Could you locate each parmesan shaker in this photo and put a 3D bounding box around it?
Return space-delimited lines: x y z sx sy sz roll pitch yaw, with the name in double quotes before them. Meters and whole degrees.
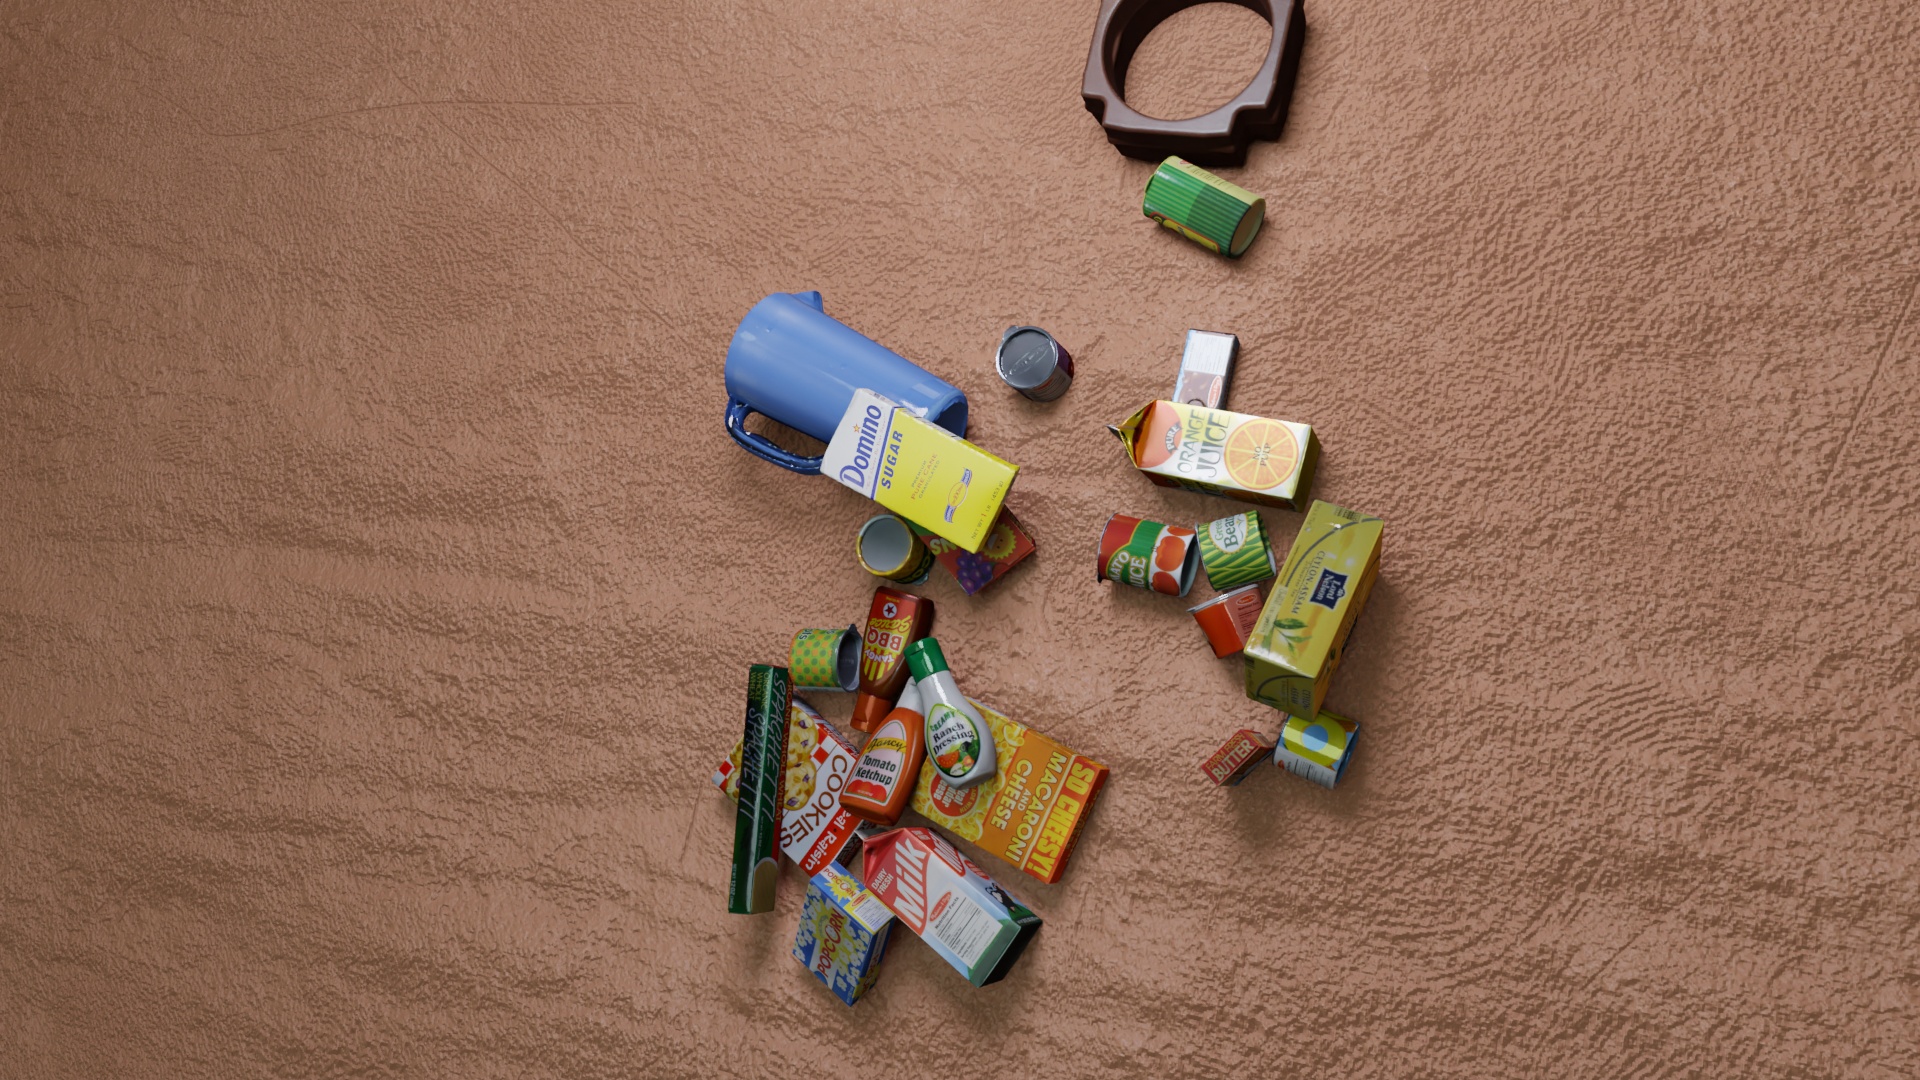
"parmesan shaker" 0.240 -0.329 1.374 0.103 0.071 0.071 34 94 23

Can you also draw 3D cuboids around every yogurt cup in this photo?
"yogurt cup" 0.256 0.077 1.296 0.072 0.072 0.054 -24 81 16

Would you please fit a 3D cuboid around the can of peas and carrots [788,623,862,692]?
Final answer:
"can of peas and carrots" -0.138 0.122 1.441 0.058 0.071 0.071 -1 80 22

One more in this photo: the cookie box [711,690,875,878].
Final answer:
"cookie box" -0.161 0.253 1.440 0.168 0.040 0.123 38 95 24

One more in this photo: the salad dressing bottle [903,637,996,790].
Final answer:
"salad dressing bottle" -0.013 0.167 1.352 0.064 0.044 0.148 -30 69 15

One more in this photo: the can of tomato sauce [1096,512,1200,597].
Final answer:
"can of tomato sauce" 0.181 0.016 1.333 0.083 0.071 0.071 13 85 23

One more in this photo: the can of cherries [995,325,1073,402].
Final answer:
"can of cherries" 0.076 -0.182 1.418 0.071 0.058 0.071 -4 79 22

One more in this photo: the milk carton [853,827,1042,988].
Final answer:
"milk carton" -0.022 0.340 1.351 0.191 0.072 0.073 36 94 23

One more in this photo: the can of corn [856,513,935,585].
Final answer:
"can of corn" -0.066 0.011 1.437 0.071 0.058 0.071 -4 79 21

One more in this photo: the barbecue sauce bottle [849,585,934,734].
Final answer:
"barbecue sauce bottle" -0.076 0.125 1.428 0.065 0.043 0.148 14 86 30

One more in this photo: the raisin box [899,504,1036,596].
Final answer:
"raisin box" 0.005 -0.018 1.396 0.086 0.040 0.123 -38 99 10

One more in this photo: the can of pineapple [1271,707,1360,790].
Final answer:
"can of pineapple" 0.321 0.181 1.248 0.058 0.071 0.071 22 89 23

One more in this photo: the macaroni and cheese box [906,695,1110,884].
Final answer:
"macaroni and cheese box" 0.046 0.241 1.360 0.166 0.040 0.123 25 89 24

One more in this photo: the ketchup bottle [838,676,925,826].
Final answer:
"ketchup bottle" -0.064 0.207 1.381 0.065 0.043 0.149 10 59 27

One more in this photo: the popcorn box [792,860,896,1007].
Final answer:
"popcorn box" -0.115 0.386 1.361 0.085 0.038 0.126 35 132 23

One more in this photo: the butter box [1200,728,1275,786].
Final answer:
"butter box" 0.251 0.196 1.252 0.053 0.103 0.024 -45 69 8

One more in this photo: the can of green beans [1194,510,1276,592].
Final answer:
"can of green beans" 0.259 0.010 1.304 0.058 0.071 0.071 -16 75 18

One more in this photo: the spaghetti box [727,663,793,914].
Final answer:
"spaghetti box" -0.201 0.249 1.406 0.028 0.050 0.250 0 80 22

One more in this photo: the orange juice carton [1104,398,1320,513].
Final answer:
"orange juice carton" 0.237 -0.084 1.328 0.193 0.072 0.073 13 85 23

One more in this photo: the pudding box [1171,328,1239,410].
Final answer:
"pudding box" 0.240 -0.163 1.364 0.050 0.030 0.084 11 84 22
